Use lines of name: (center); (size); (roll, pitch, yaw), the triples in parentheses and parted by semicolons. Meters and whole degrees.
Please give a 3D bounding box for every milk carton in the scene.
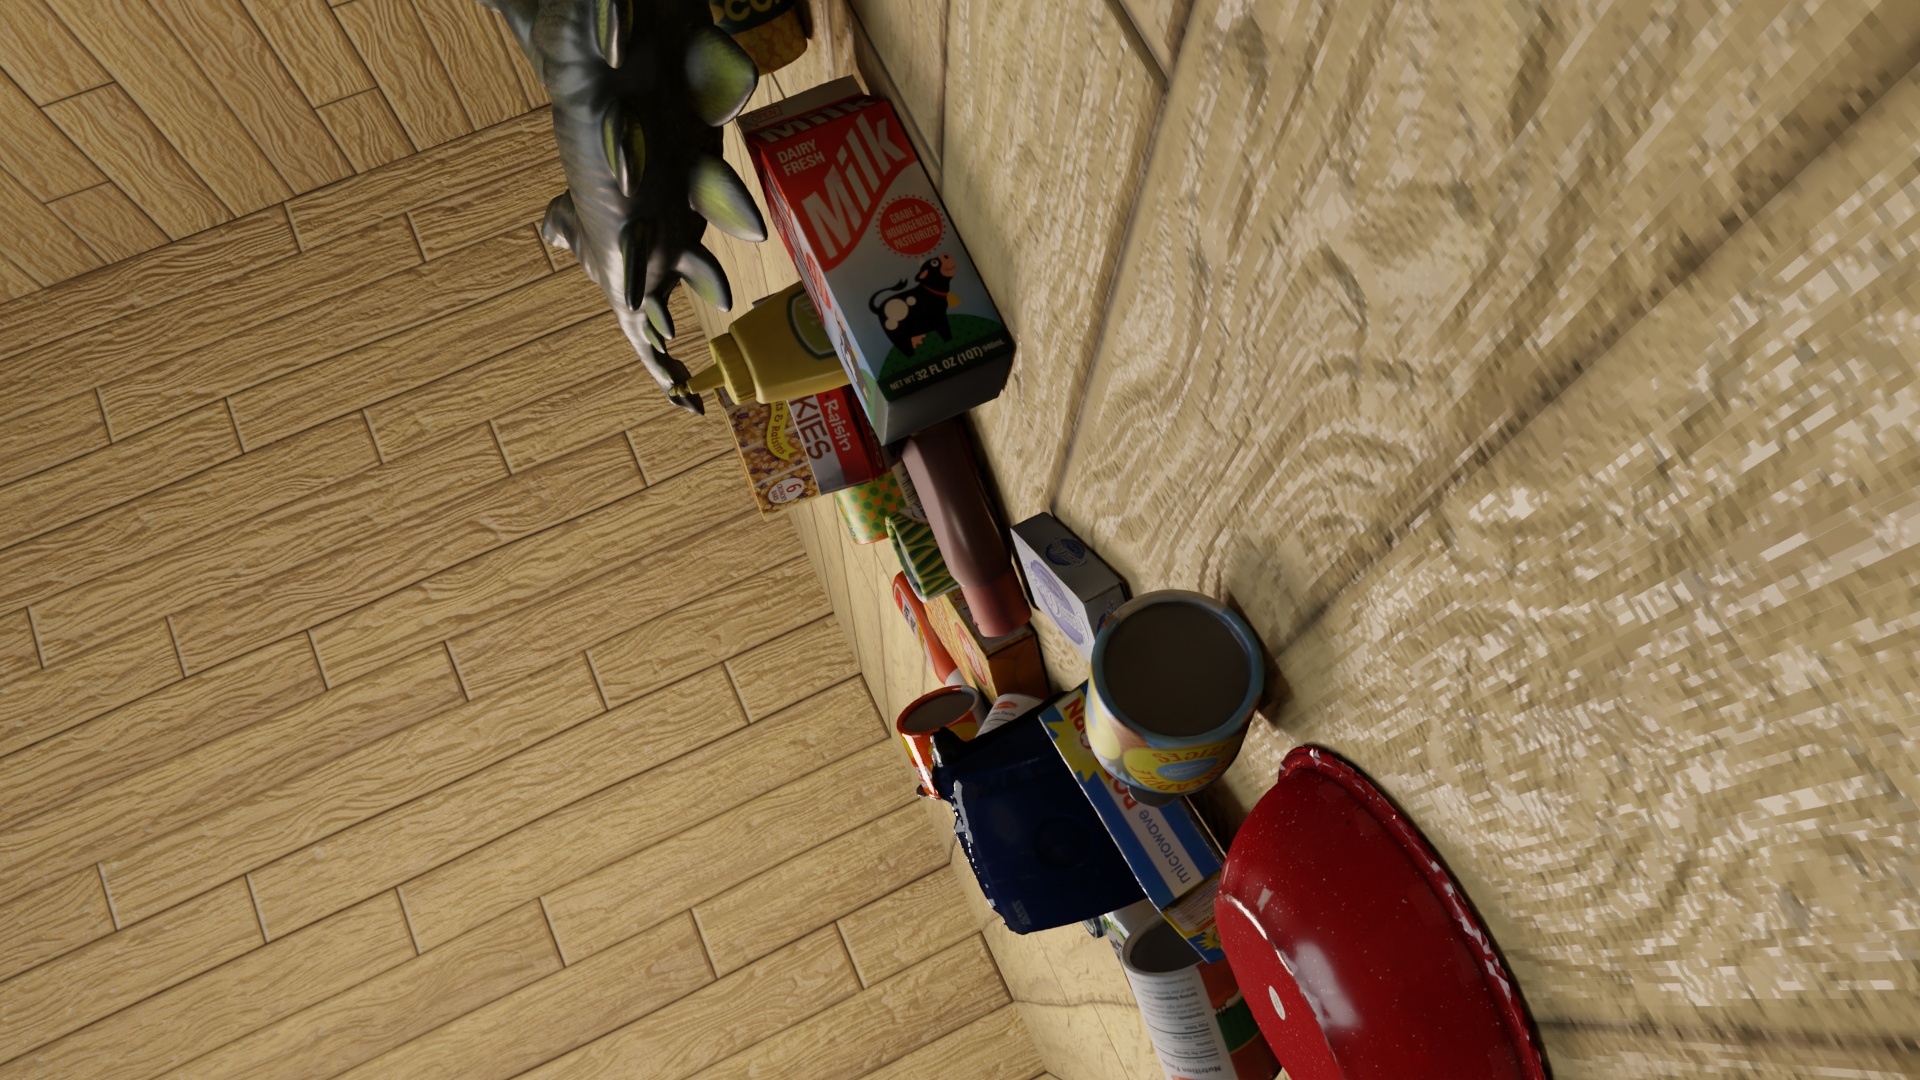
milk carton: (-0.048, -0.154, 0.723); (0.073, 0.072, 0.191); (107, 139, -75)

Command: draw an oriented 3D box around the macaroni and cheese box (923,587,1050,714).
macaroni and cheese box: (0.013, 0.065, 1.025); (0.167, 0.040, 0.123); (56, 167, 46)

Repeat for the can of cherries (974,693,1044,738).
can of cherries: (0.042, 0.147, 0.932); (0.071, 0.059, 0.071); (20, 142, 17)

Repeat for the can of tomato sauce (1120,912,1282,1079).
can of tomato sauce: (0.131, 0.248, 0.749); (0.071, 0.071, 0.083); (-150, 37, -74)

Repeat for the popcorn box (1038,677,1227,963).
popcorn box: (0.095, 0.138, 0.690); (0.085, 0.038, 0.127); (50, -174, -49)

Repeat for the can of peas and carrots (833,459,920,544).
can of peas and carrots: (-0.071, -0.035, 1.151); (0.058, 0.071, 0.071); (68, 170, -13)

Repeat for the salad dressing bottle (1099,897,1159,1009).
salad dressing bottle: (0.107, 0.231, 0.899); (0.064, 0.044, 0.147); (116, 130, -79)

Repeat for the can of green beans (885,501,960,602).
can of green beans: (-0.013, 0.002, 0.957); (0.071, 0.058, 0.071); (158, 88, -80)

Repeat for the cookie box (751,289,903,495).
cookie box: (-0.072, -0.105, 0.892); (0.168, 0.040, 0.122); (-52, -57, -75)

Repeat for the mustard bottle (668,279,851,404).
mustard bottle: (-0.086, -0.111, 0.774); (0.065, 0.160, 0.048); (63, 169, 8)

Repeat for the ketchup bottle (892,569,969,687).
ketchup bottle: (-0.012, 0.091, 1.217); (0.149, 0.043, 0.064); (59, 168, 36)

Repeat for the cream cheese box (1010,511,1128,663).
cream cheese box: (0.060, 0.028, 0.719); (0.053, 0.024, 0.104); (69, 170, -27)

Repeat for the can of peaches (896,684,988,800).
can of peaches: (-0.009, 0.147, 1.009); (0.058, 0.071, 0.071); (69, 170, -20)

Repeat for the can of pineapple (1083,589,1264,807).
can of pineapple: (0.083, 0.061, 0.544); (0.057, 0.071, 0.071); (85, 159, -62)

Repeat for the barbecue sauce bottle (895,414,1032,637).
barbecue sauce bottle: (0.003, -0.011, 0.882); (0.065, 0.044, 0.148); (-125, 13, -74)

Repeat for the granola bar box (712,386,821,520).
granola bar box: (-0.126, -0.097, 1.141); (0.164, 0.124, 0.039); (83, 161, -59)

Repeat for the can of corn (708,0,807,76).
can of corn: (-0.127, -0.307, 0.810); (0.071, 0.071, 0.058); (53, 165, 53)
